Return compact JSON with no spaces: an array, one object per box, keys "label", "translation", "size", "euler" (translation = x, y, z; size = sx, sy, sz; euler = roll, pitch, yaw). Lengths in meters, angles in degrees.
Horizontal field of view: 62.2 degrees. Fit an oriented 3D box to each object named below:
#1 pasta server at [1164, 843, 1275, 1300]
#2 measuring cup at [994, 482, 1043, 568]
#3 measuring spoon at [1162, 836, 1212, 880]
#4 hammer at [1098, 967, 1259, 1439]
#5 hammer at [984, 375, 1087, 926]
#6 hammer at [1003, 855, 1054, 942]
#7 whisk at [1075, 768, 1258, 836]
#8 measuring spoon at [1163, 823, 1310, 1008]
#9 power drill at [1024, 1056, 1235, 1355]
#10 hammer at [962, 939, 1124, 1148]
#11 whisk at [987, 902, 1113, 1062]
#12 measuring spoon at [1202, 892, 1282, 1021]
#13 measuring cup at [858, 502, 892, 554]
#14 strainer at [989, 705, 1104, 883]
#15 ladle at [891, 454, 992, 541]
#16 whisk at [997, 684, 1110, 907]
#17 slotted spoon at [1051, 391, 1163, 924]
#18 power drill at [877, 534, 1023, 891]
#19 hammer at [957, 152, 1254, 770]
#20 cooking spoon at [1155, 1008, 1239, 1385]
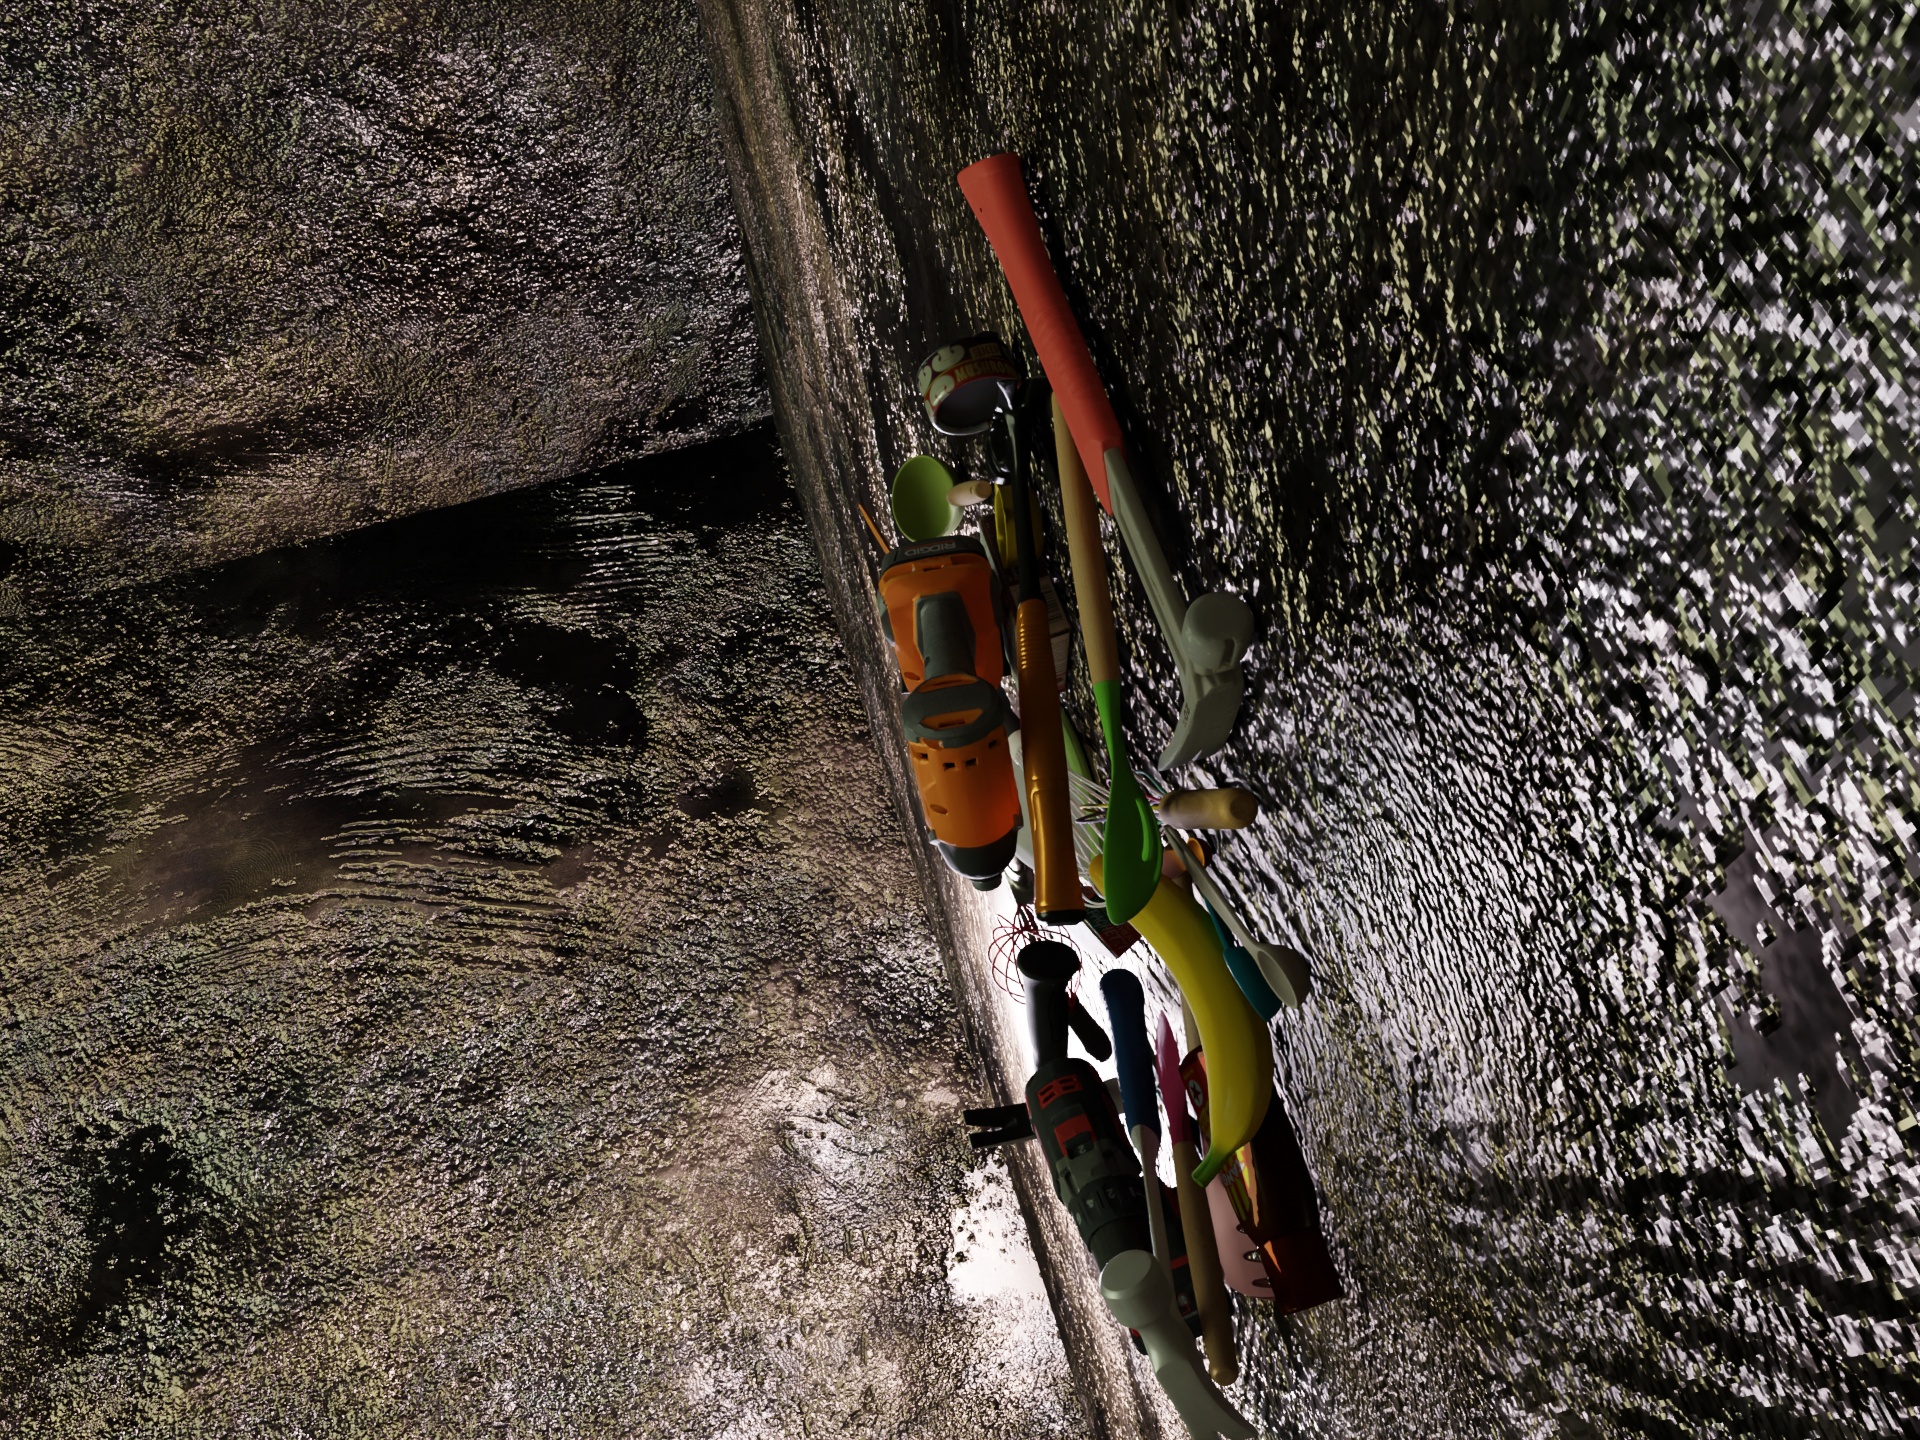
[{"label":"pasta server","translation":[0.160,0.224,0.994],"size":[0.060,0.040,0.316],"euler":[-130,29,-73]},{"label":"measuring cup","translation":[0.037,-0.183,1.111],"size":[0.062,0.029,0.156],"euler":[108,158,-80]},{"label":"measuring spoon","translation":[0.123,0.087,0.944],"size":[0.117,0.011,0.021],"euler":[138,118,-68]},{"label":"hammer","translation":[0.120,0.280,1.015],"size":[0.144,0.035,0.406],"euler":[62,-170,-17]},{"label":"hammer","translation":[0.048,-0.042,0.984],"size":[0.127,0.034,0.337],"euler":[104,162,-76]},{"label":"hammer","translation":[0.033,0.055,1.400],"size":[0.410,0.038,0.146],"euler":[74,175,-57]},{"label":"whisk","translation":[0.119,0.050,0.901],"size":[0.047,0.051,0.245],"euler":[40,170,-6]},{"label":"measuring spoon","translation":[0.141,0.094,0.808],"size":[0.124,0.018,0.034],"euler":[56,169,38]},{"label":"power drill","translation":[0.124,0.367,1.132],"size":[0.226,0.080,0.188],"euler":[62,-177,-41]},{"label":"hammer","translation":[0.065,0.258,1.250],"size":[0.334,0.146,0.035],"euler":[82,173,-56]},{"label":"whisk","translation":[0.082,0.227,1.304],"size":[0.295,0.073,0.073],"euler":[59,-171,-55]},{"label":"measuring spoon","translation":[0.152,0.113,0.862],"size":[0.042,0.021,0.129],"euler":[52,-168,-24]},{"label":"measuring cup","translation":[-0.021,-0.125,1.360],"size":[0.173,0.052,0.095],"euler":[57,173,3]},{"label":"strainer","translation":[0.045,0.013,1.240],"size":[0.151,0.069,0.256],"euler":[180,74,-83]},{"label":"ladle","translation":[-0.014,-0.179,1.266],"size":[0.320,0.062,0.078],"euler":[-134,43,-81]},{"label":"whisk","translation":[0.057,0.037,1.123],"size":[0.285,0.070,0.070],"euler":[-127,21,-51]},{"label":"slotted spoon","translation":[0.077,-0.045,0.873],"size":[0.070,0.031,0.314],"euler":[37,-137,-64]},{"label":"power drill","translation":[-0.002,-0.003,1.069],"size":[0.227,0.084,0.164],"euler":[-98,-3,-51]},{"label":"hammer","translation":[0.069,-0.154,0.843],"size":[0.149,0.036,0.359],"euler":[90,162,-65]},{"label":"cooking spoon","translation":[0.136,0.272,0.949],"size":[0.319,0.017,0.068],"euler":[-88,-10,-68]}]
